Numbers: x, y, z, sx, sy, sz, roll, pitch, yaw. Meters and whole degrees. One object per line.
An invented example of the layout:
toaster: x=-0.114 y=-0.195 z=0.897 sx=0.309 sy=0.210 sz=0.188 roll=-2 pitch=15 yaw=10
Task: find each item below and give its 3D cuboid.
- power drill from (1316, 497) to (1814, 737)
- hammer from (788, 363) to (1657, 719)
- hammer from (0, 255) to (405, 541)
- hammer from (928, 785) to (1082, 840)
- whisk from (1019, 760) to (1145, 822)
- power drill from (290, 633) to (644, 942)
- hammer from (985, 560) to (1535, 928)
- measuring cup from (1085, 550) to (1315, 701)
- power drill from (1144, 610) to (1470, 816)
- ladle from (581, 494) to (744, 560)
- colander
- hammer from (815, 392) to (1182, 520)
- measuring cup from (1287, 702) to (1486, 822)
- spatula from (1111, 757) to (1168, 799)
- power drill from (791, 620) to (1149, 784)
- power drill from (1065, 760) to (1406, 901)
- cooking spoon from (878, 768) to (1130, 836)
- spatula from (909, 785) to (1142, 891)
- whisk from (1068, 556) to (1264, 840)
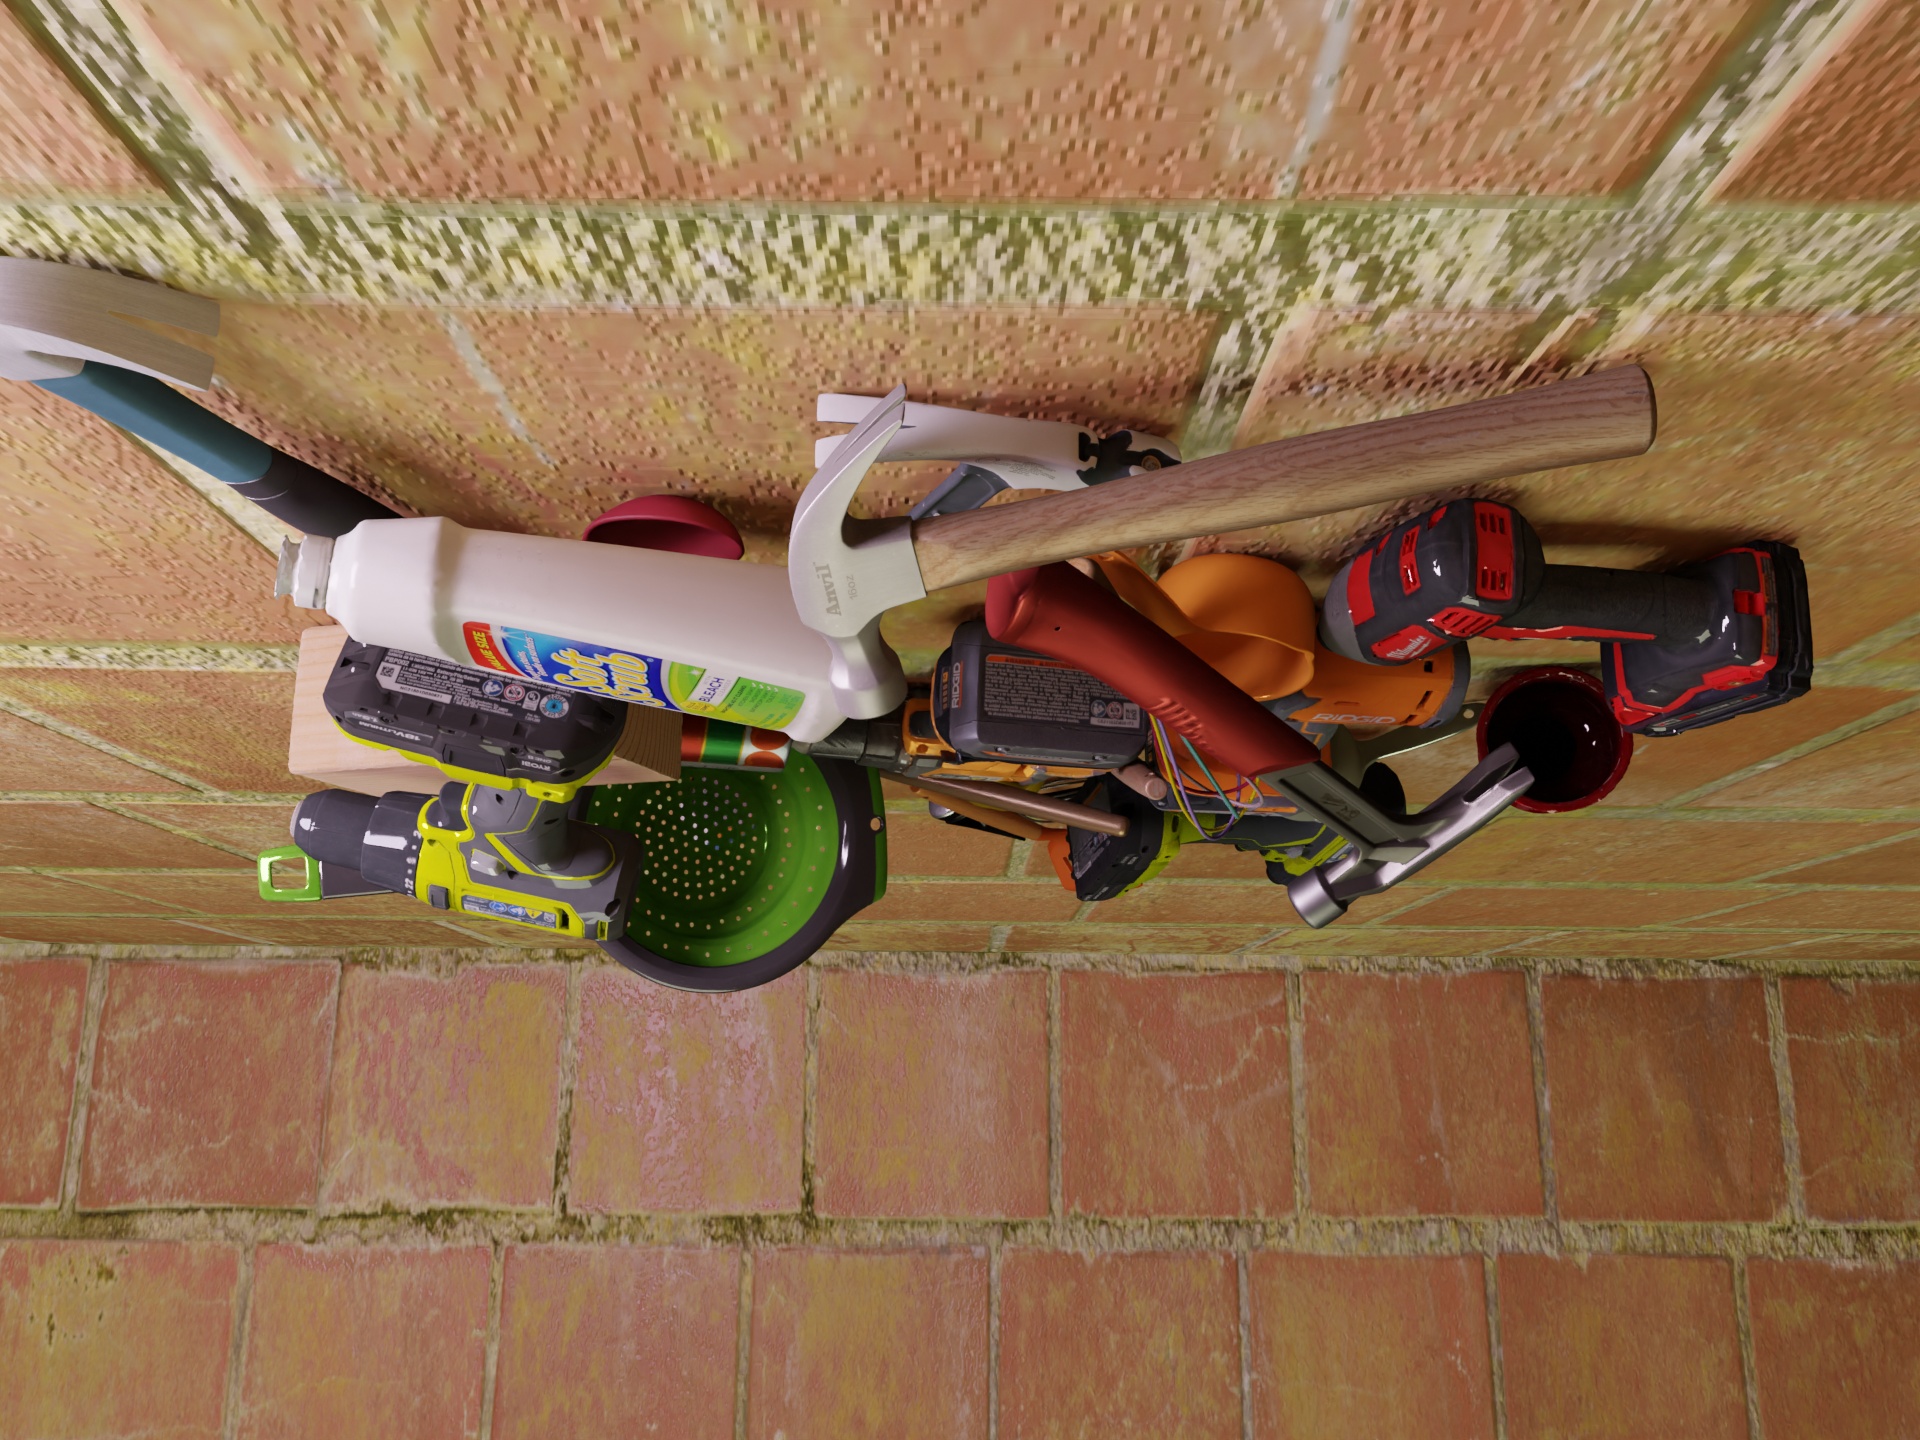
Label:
power drill: x=0.292 y=-0.050 z=0.791 sx=0.219 sy=0.079 sz=0.143 roll=8 pitch=165 yaw=-16
hammer: x=0.095 y=-0.088 z=0.610 sx=0.331 sy=0.031 sz=0.129 roll=-11 pitch=127 yaw=5
hammer: x=-0.295 y=-0.104 z=0.671 sx=0.128 sy=0.033 sz=0.330 roll=-2 pitch=167 yaw=15
hammer: x=0.139 y=0.061 z=1.334 sx=0.337 sy=0.034 sz=0.127 roll=-11 pitch=162 yaw=38
whisk: x=0.143 y=0.040 z=1.238 sx=0.239 sy=0.055 sz=0.055 roll=-12 pitch=163 yaw=25
power drill: x=-0.262 y=0.033 z=0.833 sx=0.190 sy=0.080 sz=0.228 roll=13 pitch=145 yaw=-6
hammer: x=0.145 y=0.000 z=0.781 sx=0.149 sy=0.037 sz=0.358 roll=-40 pitch=134 yaw=20
measuring cup: x=0.114 y=-0.066 z=0.791 sx=0.095 sy=0.052 sz=0.173 roll=-9 pitch=151 yaw=37
power drill: x=0.183 y=-0.006 z=0.968 sx=0.164 sy=0.084 sz=0.226 roll=3 pitch=162 yaw=-11
ladle: x=-0.226 y=-0.047 z=0.808 sx=0.315 sy=0.031 sz=0.069 roll=-24 pitch=150 yaw=36
colander: x=-0.251 y=0.085 z=1.065 sx=0.397 sy=0.204 sz=0.094 roll=-4 pitch=177 yaw=-19
hammer: x=-0.056 y=-0.070 z=0.802 sx=0.149 sy=0.036 sz=0.409 roll=7 pitch=165 yaw=-22
measuring cup: x=0.280 y=0.013 z=1.098 sx=0.167 sy=0.083 sz=0.038 roll=-21 pitch=146 yaw=15
spatula: x=0.099 y=0.026 z=1.022 sx=0.060 sy=0.018 sz=0.316 roll=-20 pitch=-175 yaw=-1
power drill: x=-0.002 y=-0.003 z=0.989 sx=0.185 sy=0.084 sz=0.226 roll=5 pitch=171 yaw=-17
power drill: x=0.200 y=0.087 z=1.207 sx=0.223 sy=0.080 sz=0.171 roll=1 pitch=153 yaw=-15
cooking spoon: x=-0.033 y=0.037 z=1.120 sx=0.319 sy=0.017 sz=0.068 roll=14 pitch=176 yaw=20
spatula: x=0.051 y=0.098 z=1.341 sx=0.081 sy=0.041 sz=0.322 roll=-7 pitch=162 yaw=32
whisk: x=0.106 y=-0.010 z=0.812 sx=0.047 sy=0.051 sz=0.244 roll=-25 pitch=140 yaw=13
